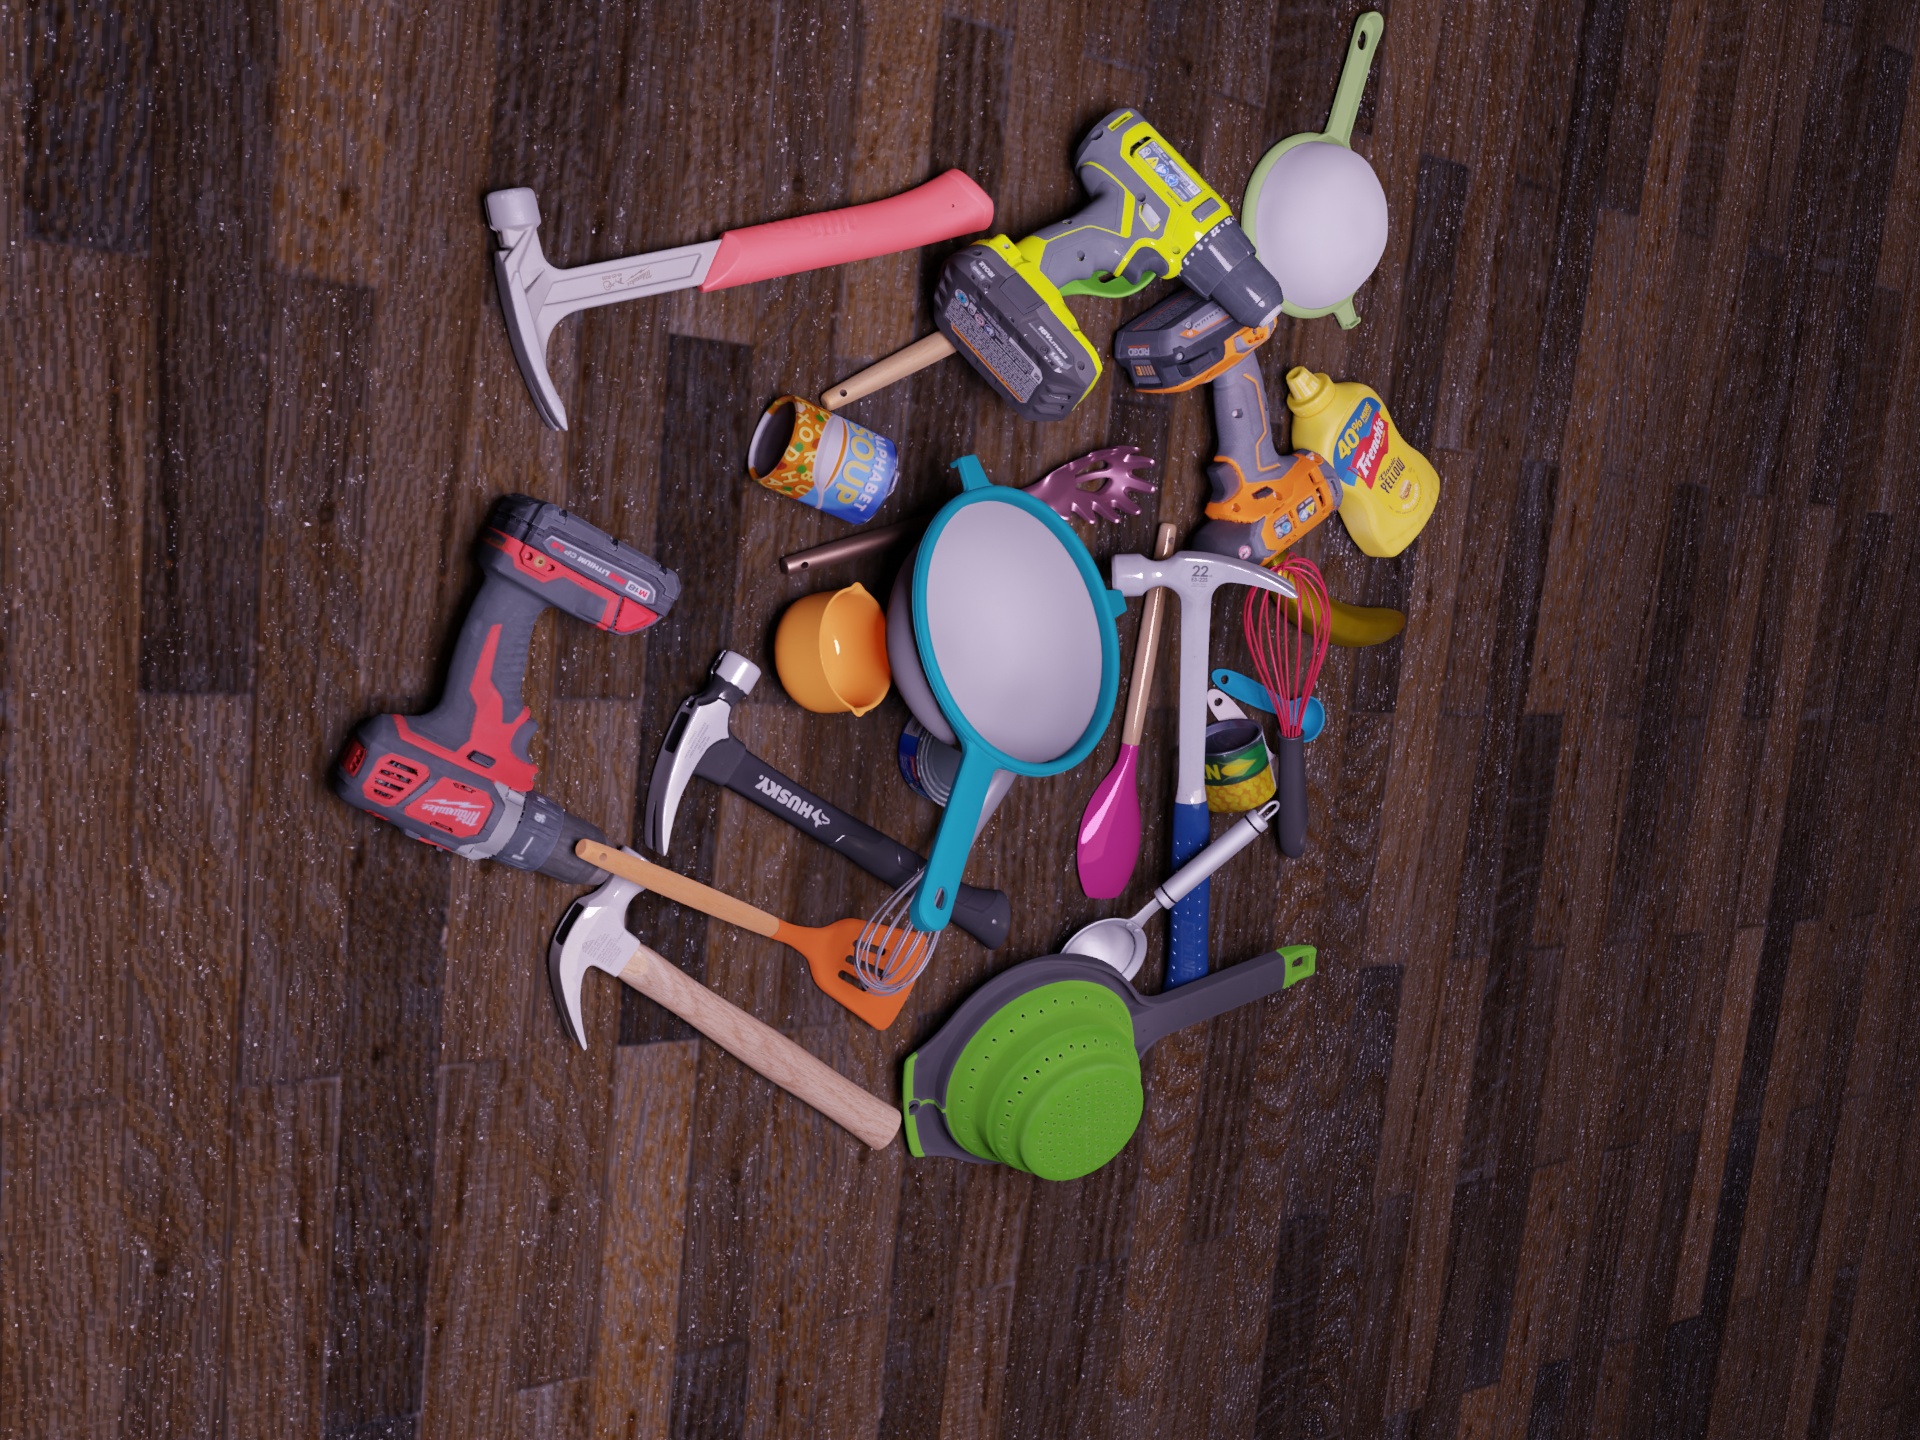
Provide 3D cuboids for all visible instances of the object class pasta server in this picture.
[{"bbox_3d":[0.011,-0.153,1.197,0.316,0.040,0.060,-19,120,-27],"label":"pasta server"}]

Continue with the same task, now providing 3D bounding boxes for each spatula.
[{"bbox_3d":[-0.145,0.143,1.133,0.322,0.041,0.081,32,81,-47],"label":"spatula"}]

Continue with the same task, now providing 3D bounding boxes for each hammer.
[{"bbox_3d":[-0.132,-0.307,1.076,0.359,0.037,0.149,-20,110,-27],"label":"hammer"},{"bbox_3d":[-0.085,0.092,1.187,0.334,0.035,0.146,35,80,-33],"label":"hammer"},{"bbox_3d":[0.196,0.056,1.311,0.144,0.035,0.405,-1,114,4],"label":"hammer"},{"bbox_3d":[-0.163,0.232,1.166,0.331,0.031,0.130,42,76,-31],"label":"hammer"}]

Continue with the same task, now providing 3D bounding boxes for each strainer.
[{"bbox_3d":[0.323,-0.462,1.315,0.151,0.069,0.256,13,94,-34],"label":"strainer"},{"bbox_3d":[-0.002,-0.004,1.128,0.210,0.095,0.341,38,56,-33],"label":"strainer"},{"bbox_3d":[0.162,0.150,1.310,0.258,0.050,0.086,-41,129,11],"label":"strainer"}]

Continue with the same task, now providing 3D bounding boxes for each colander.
[{"bbox_3d":[0.150,0.274,1.296,0.397,0.095,0.204,-16,122,-22],"label":"colander"}]

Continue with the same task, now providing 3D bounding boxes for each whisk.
[{"bbox_3d":[-0.009,0.098,1.191,0.055,0.055,0.239,40,73,-32],"label":"whisk"},{"bbox_3d":[0.281,-0.006,1.358,0.073,0.073,0.295,-24,123,-27],"label":"whisk"}]

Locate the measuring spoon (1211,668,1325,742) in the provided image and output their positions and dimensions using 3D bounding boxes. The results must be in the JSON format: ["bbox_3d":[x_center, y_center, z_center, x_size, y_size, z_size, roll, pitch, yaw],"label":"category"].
[{"bbox_3d":[0.267,-0.018,1.404,0.128,0.021,0.042,24,88,-24],"label":"measuring spoon"}]

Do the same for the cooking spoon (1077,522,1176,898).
[{"bbox_3d":[0.145,-0.006,1.323,0.068,0.017,0.319,5,97,-35],"label":"cooking spoon"}]

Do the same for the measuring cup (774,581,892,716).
[{"bbox_3d":[-0.071,-0.045,1.165,0.173,0.052,0.095,9,78,-59],"label":"measuring cup"}]

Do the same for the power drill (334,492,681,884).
[{"bbox_3d":[-0.268,-0.011,1.027,0.187,0.080,0.227,30,86,-33],"label":"power drill"}]

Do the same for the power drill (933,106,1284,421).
[{"bbox_3d":[0.112,-0.320,1.156,0.228,0.080,0.190,-41,87,-22],"label":"power drill"}]

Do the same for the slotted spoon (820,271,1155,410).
[{"bbox_3d":[0.027,-0.303,1.184,0.314,0.031,0.070,-32,98,-21],"label":"slotted spoon"}]

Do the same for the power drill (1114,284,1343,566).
[{"bbox_3d":[0.209,-0.226,1.280,0.164,0.084,0.226,-37,117,-21],"label":"power drill"}]

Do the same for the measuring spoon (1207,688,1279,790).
[{"bbox_3d":[0.252,0.014,1.400,0.034,0.018,0.124,-42,113,3],"label":"measuring spoon"}]
